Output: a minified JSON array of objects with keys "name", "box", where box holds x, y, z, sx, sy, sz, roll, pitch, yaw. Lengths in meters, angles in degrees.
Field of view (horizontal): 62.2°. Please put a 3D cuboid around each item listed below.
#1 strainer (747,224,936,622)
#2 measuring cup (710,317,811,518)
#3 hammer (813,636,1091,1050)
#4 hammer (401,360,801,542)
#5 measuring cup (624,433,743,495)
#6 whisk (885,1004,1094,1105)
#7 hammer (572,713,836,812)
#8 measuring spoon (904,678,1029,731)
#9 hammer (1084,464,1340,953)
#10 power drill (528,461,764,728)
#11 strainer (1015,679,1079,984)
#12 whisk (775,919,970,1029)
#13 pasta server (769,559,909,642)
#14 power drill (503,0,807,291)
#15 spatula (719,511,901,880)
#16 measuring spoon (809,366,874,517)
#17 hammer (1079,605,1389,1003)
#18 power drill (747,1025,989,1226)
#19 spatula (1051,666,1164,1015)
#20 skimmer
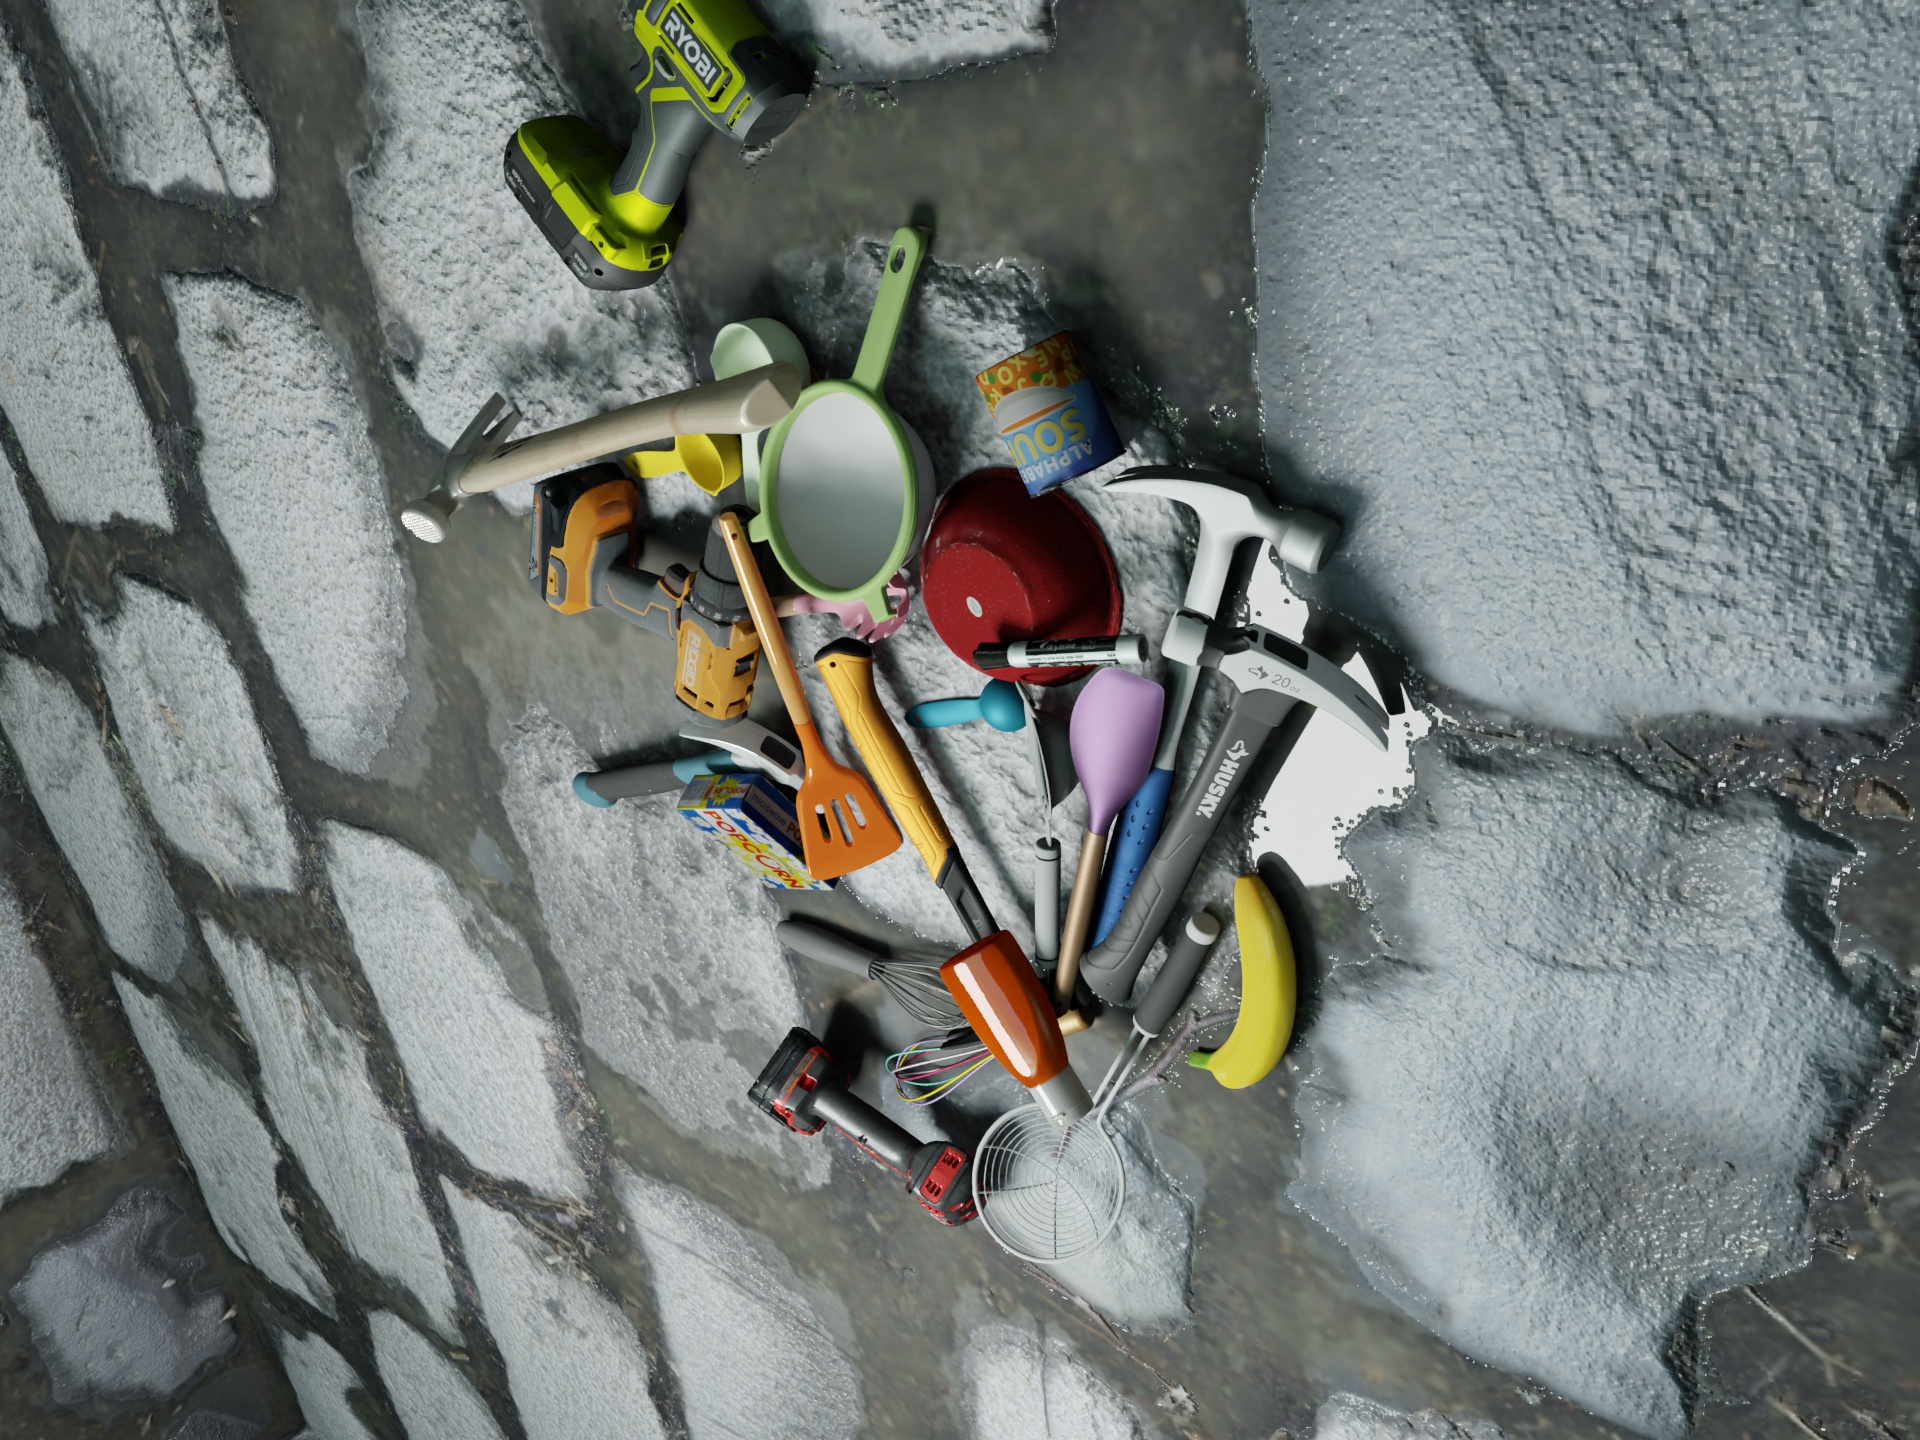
[{"name":"strainer","box":[-0.052,-0.205,1.081,0.152,0.069,0.256,34,117,33]},{"name":"measuring cup","box":[-0.140,-0.213,1.160,0.083,0.038,0.167,31,136,34]},{"name":"hammer","box":[-0.028,0.093,1.223,0.127,0.034,0.337,-25,97,20]},{"name":"hammer","box":[-0.269,-0.222,1.202,0.411,0.146,0.038,-4,140,40]},{"name":"measuring cup","box":[-0.219,-0.209,1.250,0.157,0.029,0.062,7,125,52]},{"name":"whisk","box":[0.020,0.268,1.316,0.245,0.047,0.051,-30,106,43]},{"name":"hammer","box":[-0.247,0.047,1.397,0.128,0.033,0.331,41,149,-28]},{"name":"measuring spoon","box":[-0.002,-0.004,1.179,0.129,0.021,0.042,-8,109,45]},{"name":"hammer","box":[0.130,0.015,1.063,0.144,0.035,0.405,28,131,22]},{"name":"power drill","box":[-0.240,-0.122,1.253,0.226,0.084,0.185,36,131,25]},{"name":"strainer","box":[0.065,0.084,1.140,0.050,0.087,0.258,-4,119,-6]},{"name":"whisk","box":[-0.075,0.212,1.360,0.239,0.055,0.055,15,124,39]},{"name":"pasta server","box":[-0.149,-0.087,1.247,0.316,0.040,0.060,-2,105,43]},{"name":"power drill","box":[-0.217,-0.417,1.081,0.171,0.080,0.223,53,133,1]},{"name":"spatula","box":[-0.126,-0.015,1.218,0.041,0.081,0.322,-118,9,-54]},{"name":"measuring spoon","box":[-0.091,-0.199,1.145,0.021,0.011,0.117,-11,106,44]},{"name":"hammer","box":[0.154,0.078,1.041,0.146,0.035,0.334,21,131,1]},{"name":"power drill","box":[-0.071,0.370,1.411,0.220,0.078,0.143,29,163,20]},{"name":"spatula","box":[0.090,0.093,1.104,0.060,0.018,0.315,19,129,16]},{"name":"skimmer","box":[0.107,0.282,1.208,0.127,0.090,0.363,38,134,19]}]
